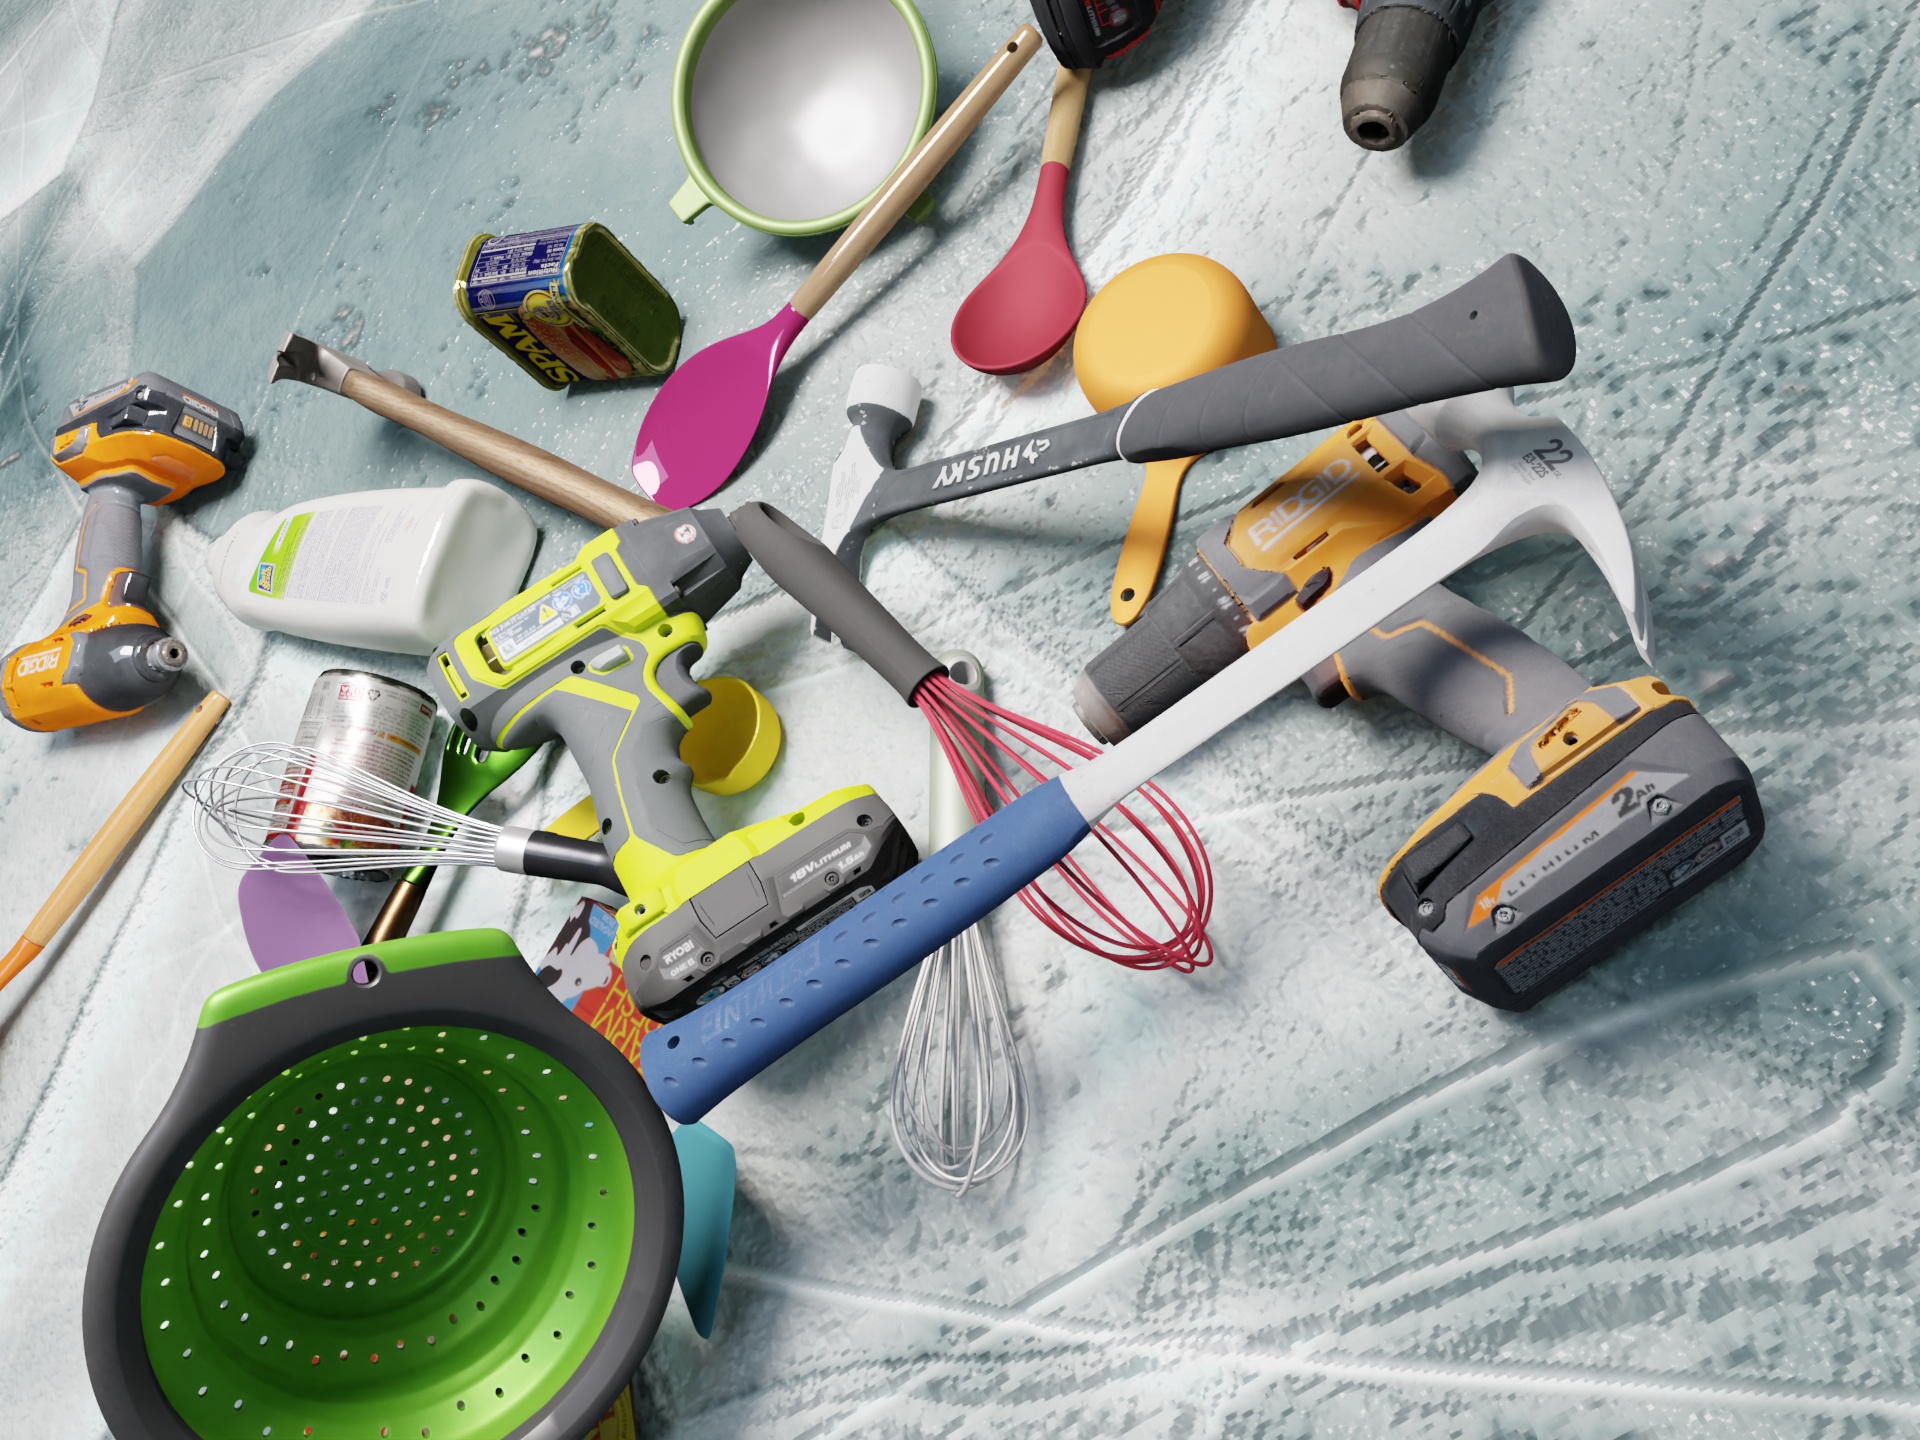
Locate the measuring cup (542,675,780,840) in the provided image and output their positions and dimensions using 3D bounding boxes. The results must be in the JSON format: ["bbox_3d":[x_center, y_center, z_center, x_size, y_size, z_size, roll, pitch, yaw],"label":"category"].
[{"bbox_3d":[-0.154,0.035,0.795,0.156,0.029,0.062,-34,56,16],"label":"measuring cup"}]

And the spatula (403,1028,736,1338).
[{"bbox_3d":[-0.205,0.179,0.748,0.318,0.044,0.082,16,100,36],"label":"spatula"}]

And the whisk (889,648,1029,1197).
[{"bbox_3d":[-0.001,0.077,0.678,0.057,0.059,0.247,8,61,-14],"label":"whisk"}]

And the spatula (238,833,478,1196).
[{"bbox_3d":[-0.269,0.178,0.765,0.060,0.018,0.316,-49,65,9],"label":"spatula"}]

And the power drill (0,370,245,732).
[{"bbox_3d":[-0.547,-0.109,1.049,0.164,0.084,0.227,-7,69,32],"label":"power drill"}]

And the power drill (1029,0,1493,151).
[{"bbox_3d":[0.144,-0.357,0.755,0.227,0.080,0.188,14,72,26],"label":"power drill"}]

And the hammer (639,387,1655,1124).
[{"bbox_3d":[0.052,0.027,0.573,0.405,0.035,0.144,-36,46,10],"label":"hammer"}]

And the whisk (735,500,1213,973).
[{"bbox_3d":[-0.001,-0.002,0.668,0.073,0.073,0.296,-47,66,4],"label":"whisk"}]

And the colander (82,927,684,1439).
[{"bbox_3d":[-0.209,0.270,0.614,0.094,0.204,0.397,10,108,60],"label":"colander"}]

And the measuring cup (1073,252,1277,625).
[{"bbox_3d":[0.084,-0.130,0.712,0.095,0.052,0.174,5,69,31],"label":"measuring cup"}]

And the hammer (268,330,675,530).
[{"bbox_3d":[-0.271,-0.156,0.907,0.331,0.130,0.031,27,96,27],"label":"hammer"}]

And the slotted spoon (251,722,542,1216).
[{"bbox_3d":[-0.294,0.109,0.823,0.070,0.031,0.314,11,70,37],"label":"slotted spoon"}]

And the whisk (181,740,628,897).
[{"bbox_3d":[-0.246,0.058,0.773,0.284,0.070,0.070,8,72,9],"label":"whisk"}]

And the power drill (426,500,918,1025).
[{"bbox_3d":[-0.121,0.011,0.719,0.171,0.080,0.223,-33,66,-4],"label":"power drill"}]

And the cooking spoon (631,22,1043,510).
[{"bbox_3d":[-0.068,-0.236,0.843,0.319,0.017,0.069,-46,71,16],"label":"cooking spoon"}]

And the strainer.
[{"bbox_3d":[-0.076,-0.390,0.875,0.151,0.069,0.256,4,94,14],"label":"strainer"}]

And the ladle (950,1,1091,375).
[{"bbox_3d":[0.052,-0.308,0.828,0.069,0.031,0.316,2,68,23],"label":"ladle"}]

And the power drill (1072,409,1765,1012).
[{"bbox_3d":[0.155,-0.001,0.600,0.185,0.084,0.226,-38,51,10],"label":"power drill"}]

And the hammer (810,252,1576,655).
[{"bbox_3d":[0.059,-0.111,0.645,0.409,0.036,0.149,-3,70,53],"label":"hammer"}]

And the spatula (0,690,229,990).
[{"bbox_3d":[-0.554,0.119,0.991,0.081,0.041,0.322,30,81,36],"label":"spatula"}]
